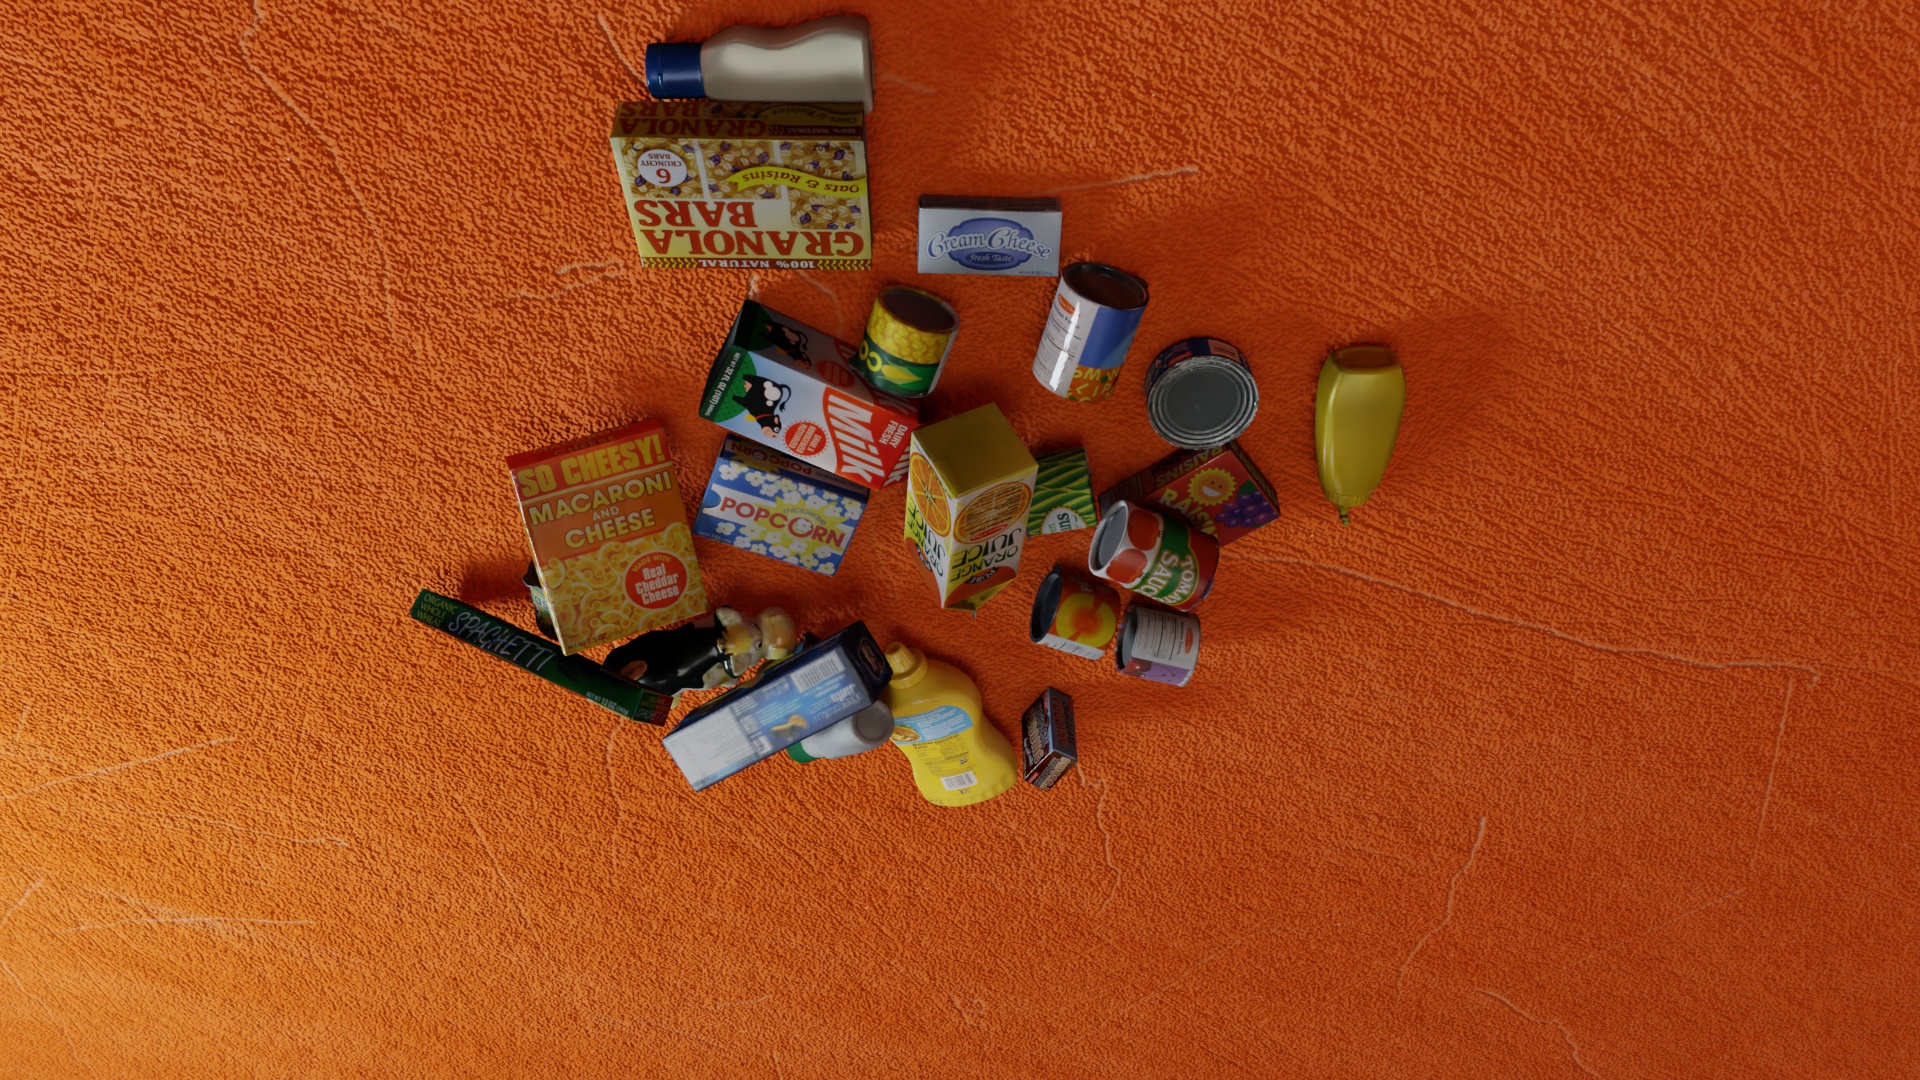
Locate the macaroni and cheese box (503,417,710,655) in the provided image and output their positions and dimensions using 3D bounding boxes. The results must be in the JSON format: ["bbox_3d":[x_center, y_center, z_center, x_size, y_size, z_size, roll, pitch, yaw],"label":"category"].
[{"bbox_3d":[-0.283,-0.004,1.118,0.124,0.040,0.165,-17,116,-17],"label":"macaroni and cheese box"}]

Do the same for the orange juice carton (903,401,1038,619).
[{"bbox_3d":[0.004,-0.014,1.104,0.073,0.072,0.191,-22,149,-19],"label":"orange juice carton"}]

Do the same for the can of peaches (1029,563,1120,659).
[{"bbox_3d":[0.100,0.062,1.200,0.058,0.071,0.071,18,126,-13],"label":"can of peaches"}]

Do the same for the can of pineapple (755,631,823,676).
[{"bbox_3d":[-0.143,0.126,1.251,0.057,0.071,0.071,-29,122,21],"label":"can of pineapple"}]

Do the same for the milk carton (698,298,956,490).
[{"bbox_3d":[-0.095,-0.103,1.066,0.190,0.074,0.072,23,124,-17],"label":"milk carton"}]

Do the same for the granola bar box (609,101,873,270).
[{"bbox_3d":[-0.145,-0.243,0.958,0.166,0.039,0.123,1,147,0],"label":"granola bar box"}]

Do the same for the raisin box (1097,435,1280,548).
[{"bbox_3d":[0.188,-0.028,1.146,0.123,0.040,0.086,-30,121,23],"label":"raisin box"}]

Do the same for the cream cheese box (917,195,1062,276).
[{"bbox_3d":[0.021,-0.221,1.006,0.104,0.024,0.053,1,126,-1],"label":"cream cheese box"}]

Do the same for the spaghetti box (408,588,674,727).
[{"bbox_3d":[-0.355,0.097,1.165,0.250,0.029,0.050,20,173,22],"label":"spaghetti box"}]

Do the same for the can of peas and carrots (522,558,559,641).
[{"bbox_3d":[-0.334,0.046,1.184,0.071,0.071,0.058,3,128,-2],"label":"can of peas and carrots"}]

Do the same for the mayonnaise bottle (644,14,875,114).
[{"bbox_3d":[-0.132,-0.314,0.924,0.148,0.041,0.064,0,132,2],"label":"mayonnaise bottle"}]

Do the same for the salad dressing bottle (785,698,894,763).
[{"bbox_3d":[-0.114,0.176,1.265,0.044,0.064,0.147,58,146,-4],"label":"salad dressing bottle"}]

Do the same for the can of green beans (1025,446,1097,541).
[{"bbox_3d":[0.077,-0.039,1.120,0.058,0.071,0.071,-10,127,7],"label":"can of green beans"}]

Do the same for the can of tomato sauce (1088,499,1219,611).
[{"bbox_3d":[0.154,0.013,1.107,0.083,0.071,0.070,22,125,-15],"label":"can of tomato sauce"}]

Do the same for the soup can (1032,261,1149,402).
[{"bbox_3d":[0.098,-0.155,1.032,0.071,0.072,0.083,11,128,-8],"label":"soup can"}]

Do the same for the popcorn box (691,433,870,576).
[{"bbox_3d":[-0.148,-0.028,1.147,0.127,0.038,0.084,18,127,-14],"label":"popcorn box"}]

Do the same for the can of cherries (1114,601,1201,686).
[{"bbox_3d":[0.172,0.092,1.223,0.058,0.072,0.071,11,127,-8],"label":"can of cherries"}]

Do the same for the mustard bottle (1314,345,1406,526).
[{"bbox_3d":[0.311,-0.077,1.102,0.065,0.049,0.159,-1,129,2],"label":"mustard bottle"}]

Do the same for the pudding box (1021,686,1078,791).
[{"bbox_3d":[0.082,0.183,1.281,0.030,0.084,0.049,27,124,-19],"label":"pudding box"}]

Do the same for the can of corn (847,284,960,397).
[{"bbox_3d":[-0.042,-0.149,1.034,0.071,0.071,0.058,16,125,-12],"label":"can of corn"}]
